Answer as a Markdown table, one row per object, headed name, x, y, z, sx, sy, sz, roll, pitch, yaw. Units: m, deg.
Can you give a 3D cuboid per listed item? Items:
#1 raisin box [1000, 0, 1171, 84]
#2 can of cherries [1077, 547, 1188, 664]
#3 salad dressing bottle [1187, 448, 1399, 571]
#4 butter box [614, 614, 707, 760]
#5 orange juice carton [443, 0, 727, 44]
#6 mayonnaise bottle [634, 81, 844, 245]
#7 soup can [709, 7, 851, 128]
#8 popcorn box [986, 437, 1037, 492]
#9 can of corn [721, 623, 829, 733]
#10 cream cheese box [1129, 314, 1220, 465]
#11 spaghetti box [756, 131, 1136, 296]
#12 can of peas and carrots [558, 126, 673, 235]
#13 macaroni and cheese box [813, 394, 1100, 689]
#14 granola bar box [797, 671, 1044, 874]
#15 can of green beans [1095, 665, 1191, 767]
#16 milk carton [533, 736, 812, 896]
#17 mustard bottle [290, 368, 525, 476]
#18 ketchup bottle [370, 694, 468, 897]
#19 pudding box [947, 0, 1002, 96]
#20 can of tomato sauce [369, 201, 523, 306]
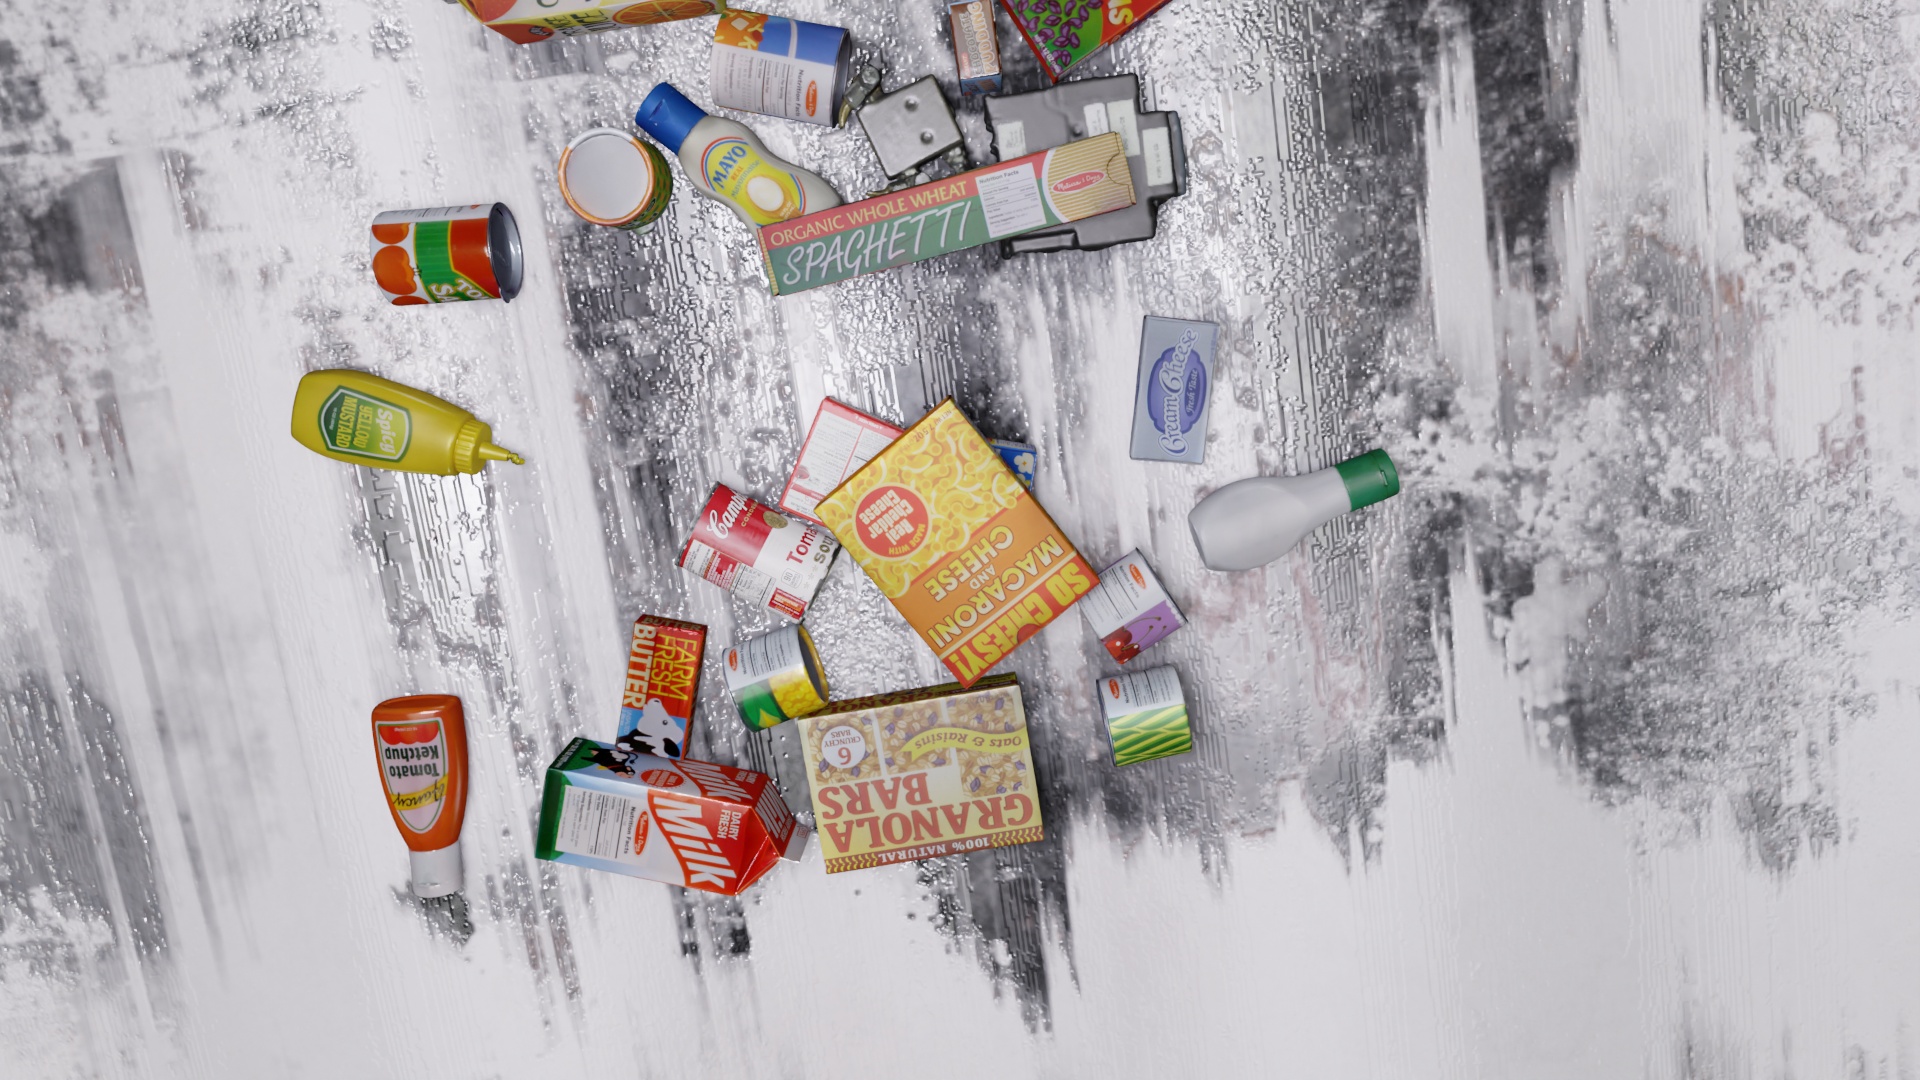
| name | x | y | z | sx | sy | sz | roll | pitch | yaw |
| --- | --- | --- | --- | --- | --- | --- | --- | --- | --- |
| raisin box | 0.092 | -0.383 | 0.943 | 0.123 | 0.040 | 0.086 | -34 | 97 | 7 |
| can of cherries | 0.123 | 0.049 | 1.006 | 0.058 | 0.071 | 0.071 | -35 | 98 | 7 |
| salad dressing bottle | 0.240 | -0.024 | 1.003 | 0.148 | 0.044 | 0.064 | -20 | 97 | 3 |
| butter box | -0.223 | 0.110 | 1.037 | 0.053 | 0.024 | 0.103 | 11 | 100 | -1 |
| orange juice carton | -0.261 | -0.381 | 0.928 | 0.193 | 0.072 | 0.073 | -8 | 100 | 2 |
| mayonnaise bottle | -0.156 | -0.258 | 0.965 | 0.148 | 0.041 | 0.064 | 37 | 100 | -6 |
| soup can | -0.121 | -0.322 | 0.943 | 0.084 | 0.071 | 0.071 | 11 | 100 | -1 |
| popcorn box | 0.004 | -0.013 | 1.008 | 0.085 | 0.038 | 0.126 | 9 | 100 | -2 |
| can of corn | -0.134 | 0.102 | 1.016 | 0.058 | 0.071 | 0.071 | -20 | 99 | 4 |
| cream cheese box | 0.153 | -0.108 | 0.998 | 0.053 | 0.024 | 0.103 | 5 | 100 | 0 |
| spaghetti box | -0.011 | -0.216 | 0.925 | 0.250 | 0.029 | 0.050 | -13 | 101 | 8 |
| can of peas and carrots | -0.237 | -0.246 | 0.958 | 0.071 | 0.059 | 0.070 | 0 | 100 | 1 |
| macaroni and cheese box | -0.002 | 0.002 | 0.969 | 0.123 | 0.040 | 0.166 | -39 | 97 | 7 |
| granola bar box | -0.029 | 0.174 | 1.040 | 0.166 | 0.039 | 0.124 | -9 | 99 | 2 |
| can of green beans | 0.134 | 0.128 | 1.018 | 0.058 | 0.071 | 0.071 | -12 | 100 | 2 |
| milk carton | -0.208 | 0.207 | 1.031 | 0.191 | 0.072 | 0.073 | 11 | 100 | -1 |
| mustard bottle | -0.391 | -0.078 | 0.993 | 0.160 | 0.049 | 0.065 | 13 | 101 | -2 |
| ketchup bottle | -0.400 | 0.192 | 1.043 | 0.065 | 0.043 | 0.148 | -3 | 100 | 1 |
| pudding box | 0.010 | -0.329 | 0.930 | 0.030 | 0.084 | 0.049 | -9 | 101 | 2 |
| can of tomato sauce | -0.355 | -0.196 | 0.964 | 0.083 | 0.071 | 0.071 | -4 | 100 | 2 |
